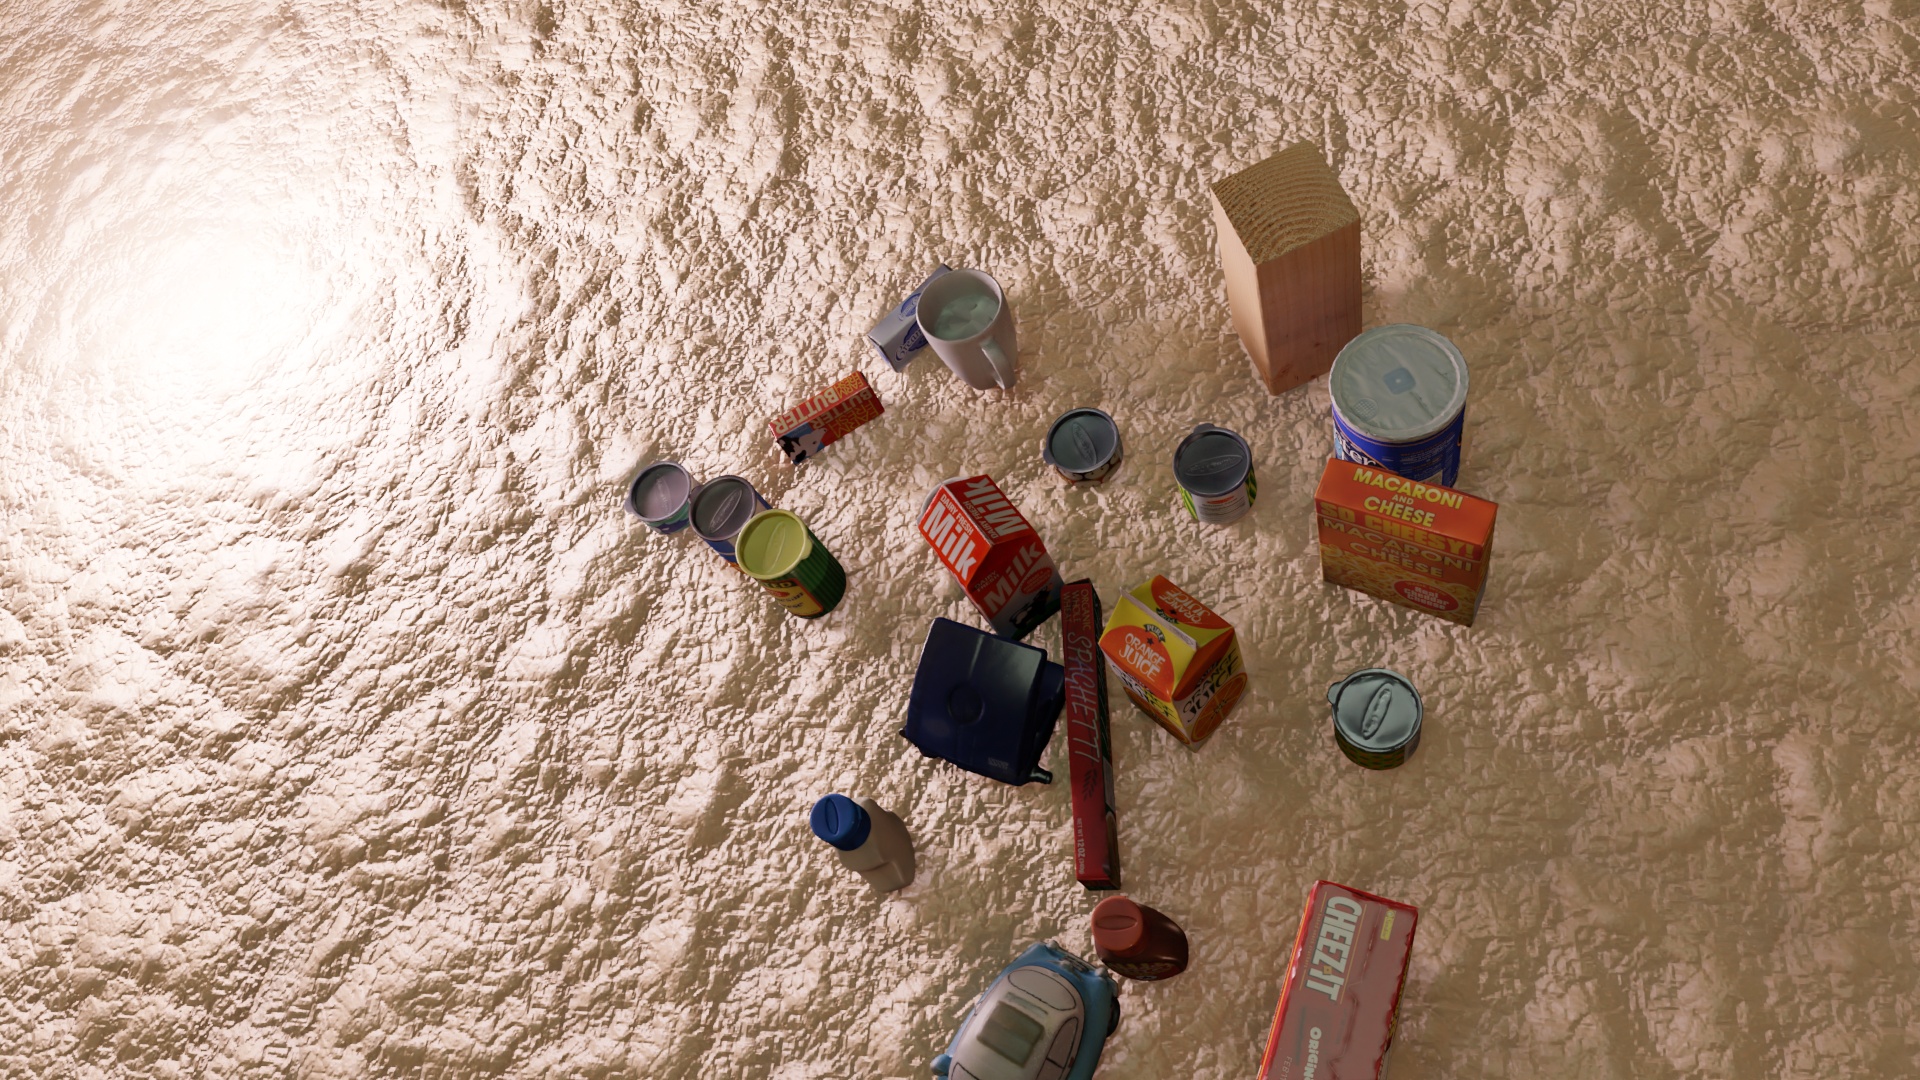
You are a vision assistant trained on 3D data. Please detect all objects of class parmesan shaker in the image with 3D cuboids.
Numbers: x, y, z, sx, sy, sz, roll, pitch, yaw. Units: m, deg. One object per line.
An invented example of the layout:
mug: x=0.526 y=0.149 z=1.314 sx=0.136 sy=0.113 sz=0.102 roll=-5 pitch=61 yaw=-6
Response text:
parmesan shaker: x=-0.146 y=0.024 z=1.231 sx=0.071 sy=0.102 sz=0.071 roll=-7 pitch=65 yaw=14

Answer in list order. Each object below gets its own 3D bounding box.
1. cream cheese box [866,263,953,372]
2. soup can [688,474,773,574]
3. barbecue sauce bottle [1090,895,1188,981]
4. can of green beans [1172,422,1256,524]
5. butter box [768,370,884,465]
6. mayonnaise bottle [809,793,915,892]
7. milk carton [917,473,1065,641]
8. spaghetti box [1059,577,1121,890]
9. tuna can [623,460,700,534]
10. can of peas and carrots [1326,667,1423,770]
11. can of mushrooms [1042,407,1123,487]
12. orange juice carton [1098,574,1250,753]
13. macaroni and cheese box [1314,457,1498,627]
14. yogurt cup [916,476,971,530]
cream cheese box: x=-0.039 y=-0.213 z=1.338 sx=0.104 sy=0.053 sz=0.024 roll=-44 pitch=62 yaw=-6
soup can: x=-0.204 y=-0.014 z=1.277 sx=0.071 sy=0.083 sz=0.071 roll=-7 pitch=64 yaw=14
barbecue sauce bottle: x=0.125 y=0.287 z=1.001 sx=0.065 sy=0.148 sz=0.044 roll=-6 pitch=65 yaw=14
can of green beans: x=0.218 y=-0.054 z=1.185 sx=0.071 sy=0.057 sz=0.071 roll=-7 pitch=64 yaw=14
butter box: x=-0.127 y=-0.117 z=1.320 sx=0.103 sy=0.053 sz=0.024 roll=-31 pitch=61 yaw=1
mayonnaise bottle: x=-0.076 y=0.232 z=1.087 sx=0.041 sy=0.147 sz=0.065 roll=-18 pitch=62 yaw=8
milk carton: x=0.026 y=0.012 z=1.135 sx=0.073 sy=0.190 sz=0.072 roll=-38 pitch=61 yaw=-2
spaghetti box: x=0.105 y=0.154 z=1.125 sx=0.028 sy=0.050 sz=0.251 roll=-8 pitch=64 yaw=13
tuna can: x=-0.286 y=-0.040 z=1.343 sx=0.071 sy=0.032 sz=0.071 roll=-6 pitch=64 yaw=14
can of peas and carrots: x=0.317 y=0.137 z=1.065 sx=0.071 sy=0.058 sz=0.071 roll=-7 pitch=64 yaw=14
can of mushrooms: x=0.110 y=-0.082 z=1.244 sx=0.071 sy=0.033 sz=0.071 roll=-6 pitch=64 yaw=14
orange juice carton: x=0.163 y=0.090 z=1.057 sx=0.072 sy=0.192 sz=0.073 roll=38 pitch=81 yaw=28
macaroni and cheese box: x=0.338 y=0.002 z=1.060 sx=0.124 sy=0.166 sz=0.040 roll=19 pitch=73 yaw=24
yogurt cup: x=0.004 y=-0.015 z=1.232 sx=0.072 sy=0.053 sz=0.072 roll=-7 pitch=64 yaw=14
